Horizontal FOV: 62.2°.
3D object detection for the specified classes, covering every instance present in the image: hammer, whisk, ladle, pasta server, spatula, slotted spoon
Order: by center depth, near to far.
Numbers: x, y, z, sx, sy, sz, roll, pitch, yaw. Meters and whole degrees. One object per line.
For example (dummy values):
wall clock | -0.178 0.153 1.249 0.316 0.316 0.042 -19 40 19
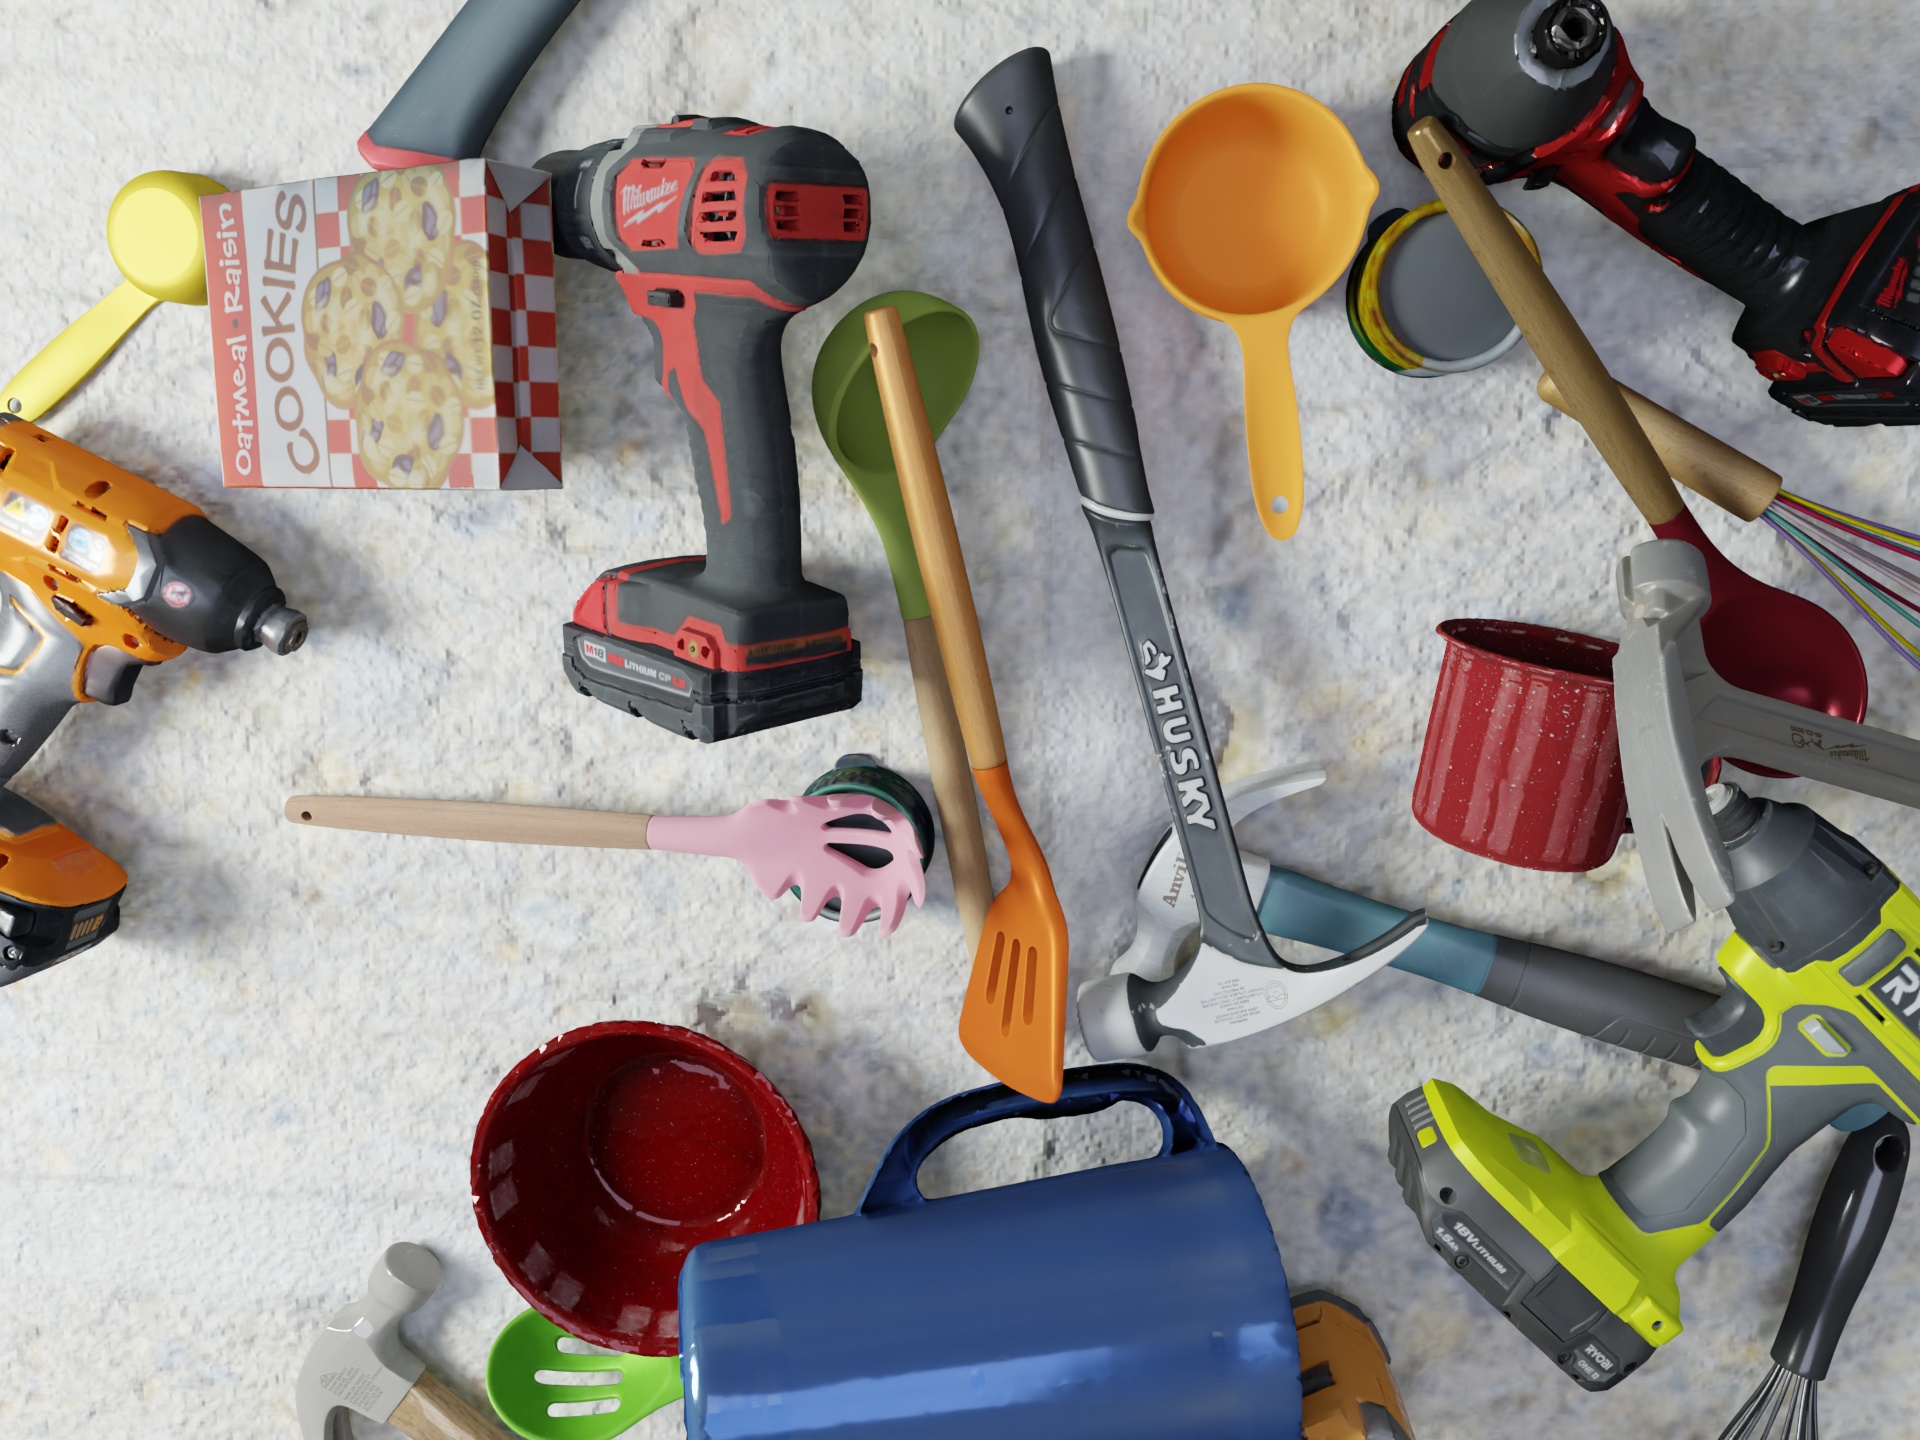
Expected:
hammer | 0.407 0.042 0.594 0.359 0.036 0.149 14 58 -13
ladle | 0.258 -0.098 0.610 0.069 0.031 0.315 -37 111 12
hammer | -0.120 -0.376 0.630 0.143 0.038 0.386 45 102 -2
whisk | 0.343 -0.080 0.634 0.245 0.047 0.051 32 71 4
spatula | -0.001 -0.002 0.640 0.041 0.081 0.322 -22 108 -26
hammer | 0.074 -0.068 0.648 0.149 0.036 0.409 -14 93 16
ladle | -0.004 -0.019 0.677 0.062 0.078 0.320 4 110 47
hammer | 0.239 0.111 0.686 0.331 0.033 0.128 17 103 3
pasta server | -0.162 0.050 0.693 0.316 0.040 0.060 3 109 15
whisk | 0.372 0.284 0.699 0.055 0.055 0.239 15 98 3
slotted spoon | -0.066 0.312 0.755 0.314 0.070 0.031 0 143 2
hammer | -0.184 0.403 0.788 0.331 0.031 0.130 37 102 -2

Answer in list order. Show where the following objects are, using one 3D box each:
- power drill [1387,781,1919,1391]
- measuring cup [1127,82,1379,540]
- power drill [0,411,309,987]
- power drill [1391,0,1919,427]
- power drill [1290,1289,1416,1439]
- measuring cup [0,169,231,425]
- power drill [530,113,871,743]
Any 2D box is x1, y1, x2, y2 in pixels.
power drill | 0.288 0.143 0.633 0.171 0.080 0.223 43 103 -8
measuring cup | 0.119 -0.161 0.639 0.095 0.052 0.173 -6 102 7
power drill | -0.399 -0.001 0.711 0.164 0.084 0.226 26 99 0
power drill | 0.266 -0.192 0.571 0.219 0.143 0.078 29 100 -2
power drill | 0.200 0.380 0.667 0.084 0.185 0.226 -27 100 9
measuring cup | -0.379 -0.179 0.698 0.156 0.029 0.062 -39 95 10
power drill | -0.114 -0.121 0.635 0.188 0.080 0.226 19 114 42
